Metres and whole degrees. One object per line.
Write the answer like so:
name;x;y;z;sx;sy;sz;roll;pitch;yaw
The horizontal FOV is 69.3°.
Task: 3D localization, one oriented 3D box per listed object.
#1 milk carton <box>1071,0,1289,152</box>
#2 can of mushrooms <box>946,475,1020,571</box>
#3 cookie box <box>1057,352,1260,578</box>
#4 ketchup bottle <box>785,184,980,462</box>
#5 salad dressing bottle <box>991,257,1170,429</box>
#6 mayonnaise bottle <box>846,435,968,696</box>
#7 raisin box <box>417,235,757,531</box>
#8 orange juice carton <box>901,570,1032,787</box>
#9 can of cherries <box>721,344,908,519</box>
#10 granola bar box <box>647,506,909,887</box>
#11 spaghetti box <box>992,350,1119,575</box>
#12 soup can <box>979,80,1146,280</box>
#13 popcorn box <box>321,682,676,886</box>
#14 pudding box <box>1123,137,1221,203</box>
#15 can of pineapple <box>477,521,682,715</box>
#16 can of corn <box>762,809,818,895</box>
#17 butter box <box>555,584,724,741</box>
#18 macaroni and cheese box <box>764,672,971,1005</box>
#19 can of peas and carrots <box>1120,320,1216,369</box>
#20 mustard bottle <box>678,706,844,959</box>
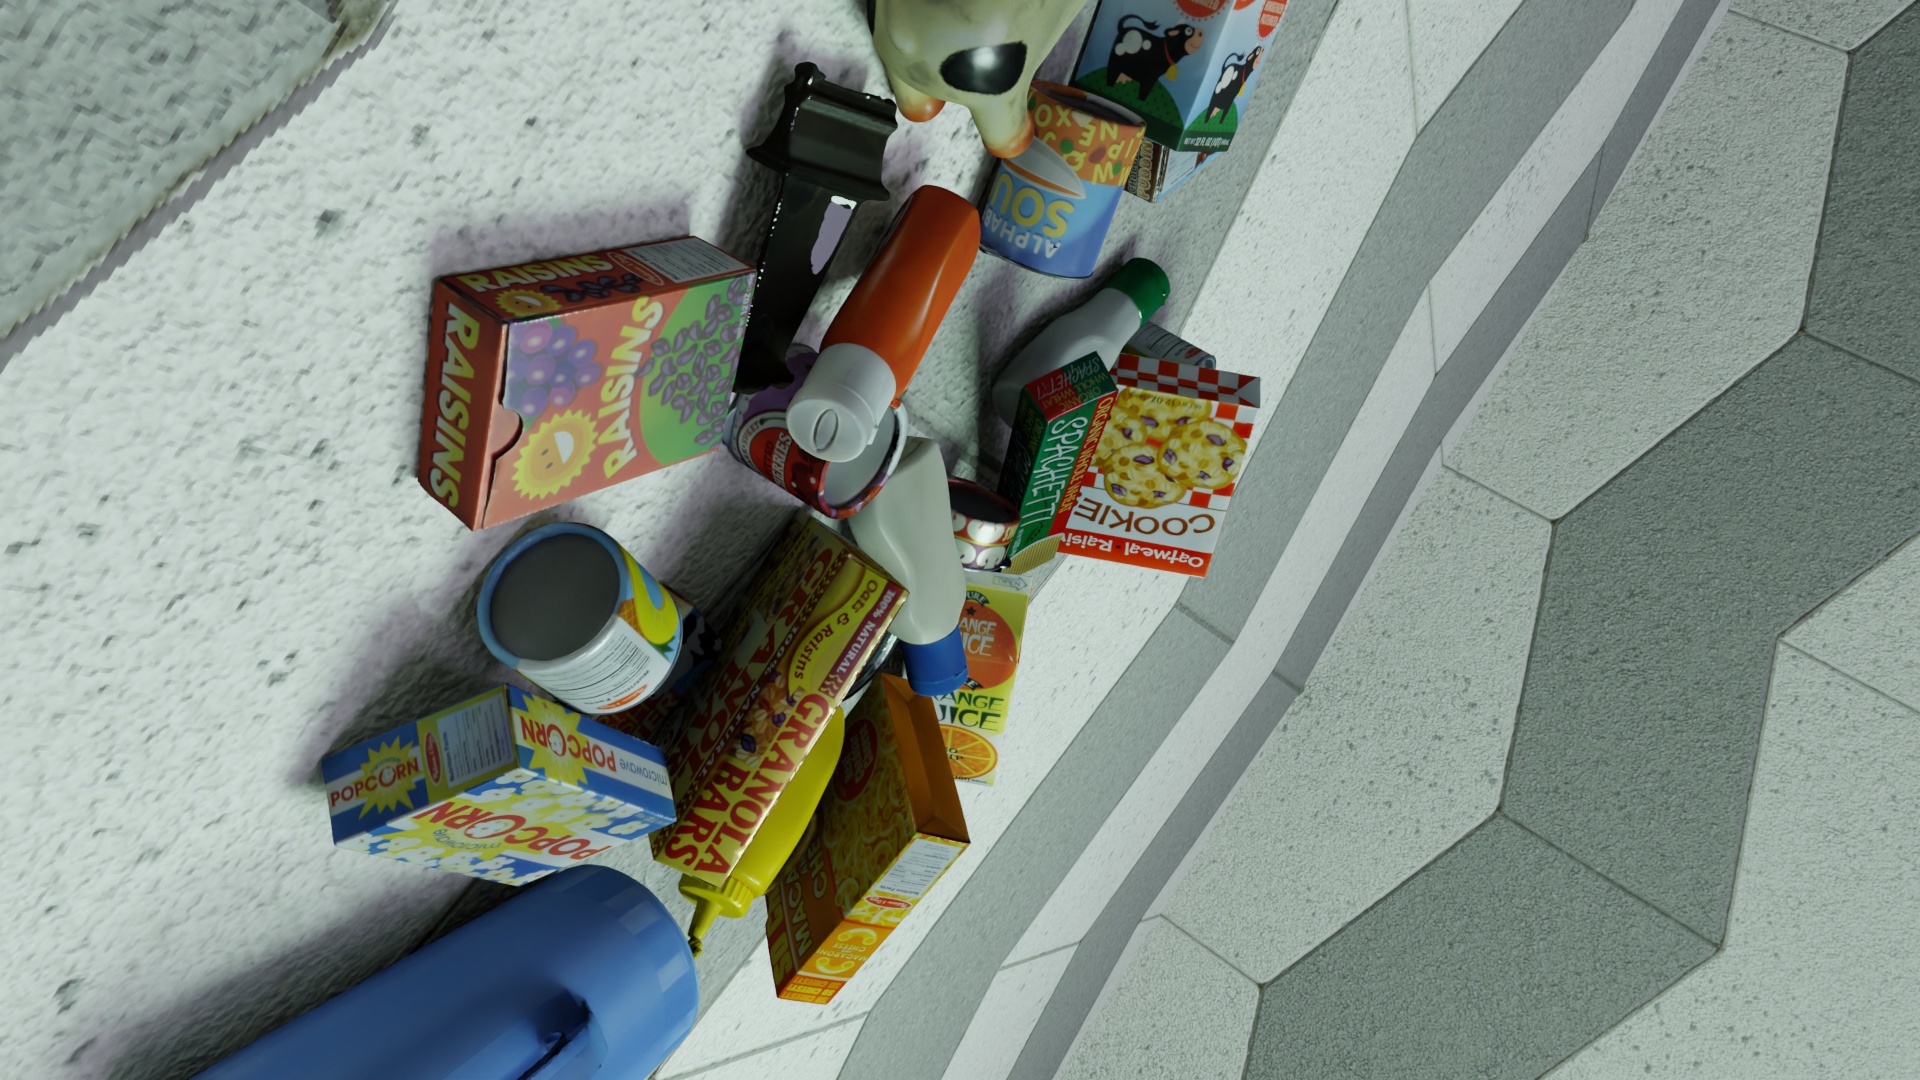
milk carton;0.132;-0.306;0.721;0.072;0.073;0.189;-21;137;-55
can of mushrooms;0.003;-0.011;0.841;0.071;0.071;0.033;-16;132;-58
cookie box;0.131;-0.052;0.981;0.166;0.123;0.040;98;3;-45
ketchup bottle;-0.033;-0.096;0.624;0.064;0.043;0.149;117;-3;-48
salad dressing bottle;0.080;-0.126;0.886;0.148;0.044;0.064;-46;154;-29
mayonnaise bottle;-0.026;0.018;0.787;0.065;0.041;0.147;-39;127;-43
raisin box;-0.139;-0.062;0.526;0.124;0.040;0.085;-26;143;-50
orange juice carton;0.001;0.079;0.912;0.191;0.072;0.073;98;3;-49
can of cherries;-0.069;-0.050;0.659;0.072;0.058;0.071;-45;155;-29
granola bar box;-0.098;0.072;0.690;0.165;0.039;0.124;-57;-159;0
spaghetti box;0.050;-0.037;0.872;0.050;0.029;0.249;-26;162;-16
soup can;0.049;-0.186;0.717;0.071;0.071;0.083;-24;139;-54
popcorn box;-0.188;0.106;0.583;0.085;0.038;0.126;-22;154;9
pudding box;0.134;-0.248;0.854;0.084;0.030;0.049;-42;152;-33
can of pineapple;-0.158;0.031;0.577;0.071;0.071;0.057;-52;156;-14
can of corn;-0.127;0.171;0.825;0.071;0.058;0.070;-45;154;-28
butter box;-0.162;0.075;0.673;0.104;0.024;0.053;-51;156;-16
macaroni and cheese box;-0.066;0.181;0.844;0.040;0.124;0.165;20;122;-29
can of peas and carrots;0.142;-0.116;1.004;0.071;0.059;0.070;-45;155;-27
mustard bottle;-0.117;0.151;0.757;0.048;0.065;0.161;-32;-151;51
